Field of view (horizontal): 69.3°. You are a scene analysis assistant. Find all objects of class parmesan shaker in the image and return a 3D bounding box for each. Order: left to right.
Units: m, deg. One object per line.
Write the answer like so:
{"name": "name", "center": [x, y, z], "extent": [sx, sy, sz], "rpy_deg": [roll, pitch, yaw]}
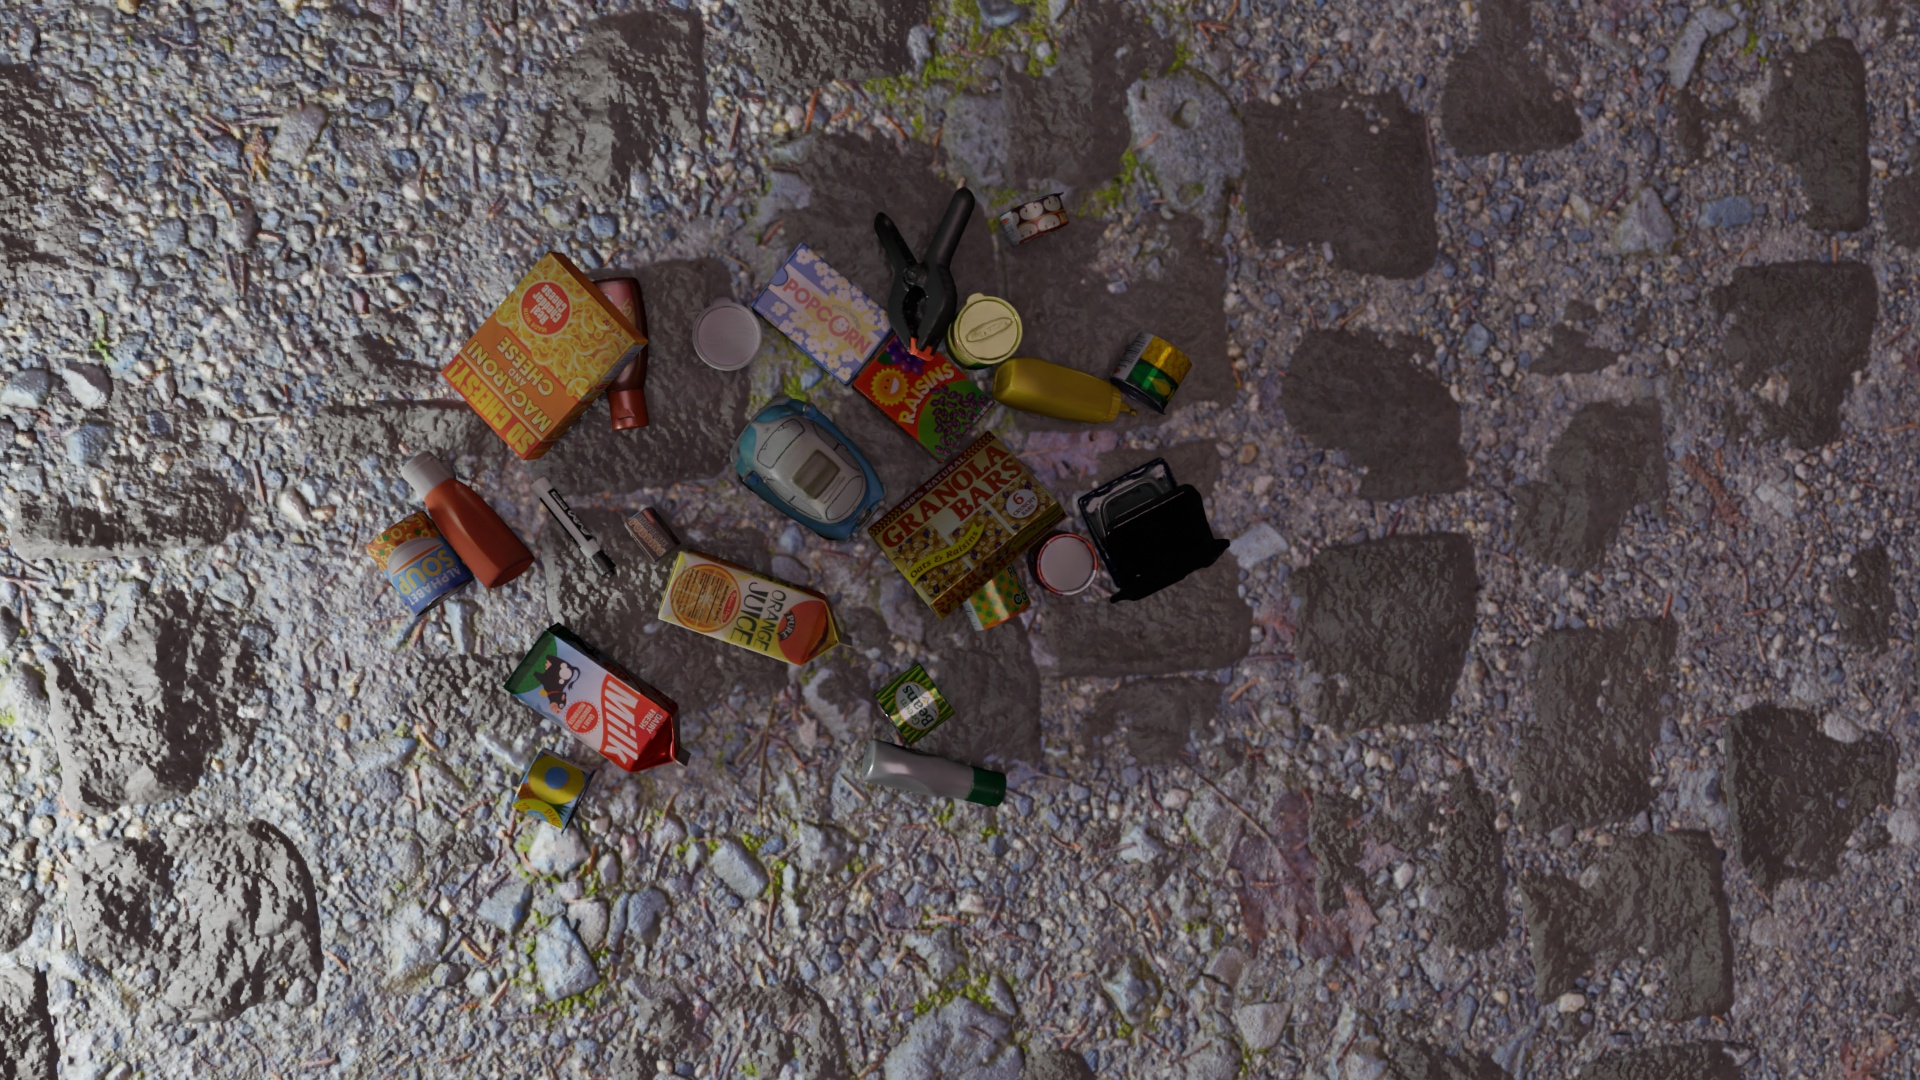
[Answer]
{"name": "parmesan shaker", "center": [0.021, -0.210, 1.400], "extent": [0.071, 0.103, 0.071], "rpy_deg": [0, 93, -7]}

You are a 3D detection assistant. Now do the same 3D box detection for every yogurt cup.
{"name": "yogurt cup", "center": [-0.233, -0.203, 1.395], "extent": [0.072, 0.054, 0.072], "rpy_deg": [0, 93, -6]}

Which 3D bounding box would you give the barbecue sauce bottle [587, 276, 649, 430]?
{"name": "barbecue sauce bottle", "center": [-0.341, -0.186, 1.389], "extent": [0.065, 0.044, 0.148], "rpy_deg": [-9, 94, 0]}

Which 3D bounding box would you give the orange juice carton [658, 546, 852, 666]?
{"name": "orange juice carton", "center": [-0.200, 0.072, 1.402], "extent": [0.193, 0.072, 0.073], "rpy_deg": [19, 91, -7]}

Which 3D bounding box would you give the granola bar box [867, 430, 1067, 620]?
{"name": "granola bar box", "center": [0.005, -0.018, 1.404], "extent": [0.165, 0.039, 0.124], "rpy_deg": [-39, 55, -4]}

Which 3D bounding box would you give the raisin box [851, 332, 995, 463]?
{"name": "raisin box", "center": [-0.039, -0.151, 1.428], "extent": [0.123, 0.040, 0.086], "rpy_deg": [41, 88, -8]}

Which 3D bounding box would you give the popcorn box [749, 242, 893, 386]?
{"name": "popcorn box", "center": [-0.138, -0.229, 1.413], "extent": [0.126, 0.038, 0.085], "rpy_deg": [39, 89, -7]}

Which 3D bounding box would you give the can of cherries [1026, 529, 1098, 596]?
{"name": "can of cherries", "center": [0.104, 0.021, 1.442], "extent": [0.071, 0.058, 0.071], "rpy_deg": [0, 93, -7]}

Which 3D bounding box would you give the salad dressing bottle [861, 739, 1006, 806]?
{"name": "salad dressing bottle", "center": [-0.026, 0.243, 1.438], "extent": [0.148, 0.064, 0.044], "rpy_deg": [16, 72, -15]}

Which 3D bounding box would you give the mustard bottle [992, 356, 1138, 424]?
{"name": "mustard bottle", "center": [0.114, -0.150, 1.433], "extent": [0.160, 0.065, 0.049], "rpy_deg": [11, 78, -24]}

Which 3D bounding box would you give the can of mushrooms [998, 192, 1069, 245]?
{"name": "can of mushrooms", "center": [0.078, -0.329, 1.420], "extent": [0.071, 0.071, 0.033], "rpy_deg": [-21, 96, -5]}

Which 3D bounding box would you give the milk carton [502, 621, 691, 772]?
{"name": "milk carton", "center": [-0.350, 0.167, 1.389], "extent": [0.190, 0.072, 0.073], "rpy_deg": [36, 88, -7]}

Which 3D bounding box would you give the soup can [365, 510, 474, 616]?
{"name": "soup can", "center": [-0.530, 0.022, 1.362], "extent": [0.071, 0.071, 0.083], "rpy_deg": [-35, 96, -4]}

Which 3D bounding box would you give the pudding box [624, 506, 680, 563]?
{"name": "pudding box", "center": [-0.306, -0.007, 1.381], "extent": [0.030, 0.083, 0.049], "rpy_deg": [-38, 96, -6]}

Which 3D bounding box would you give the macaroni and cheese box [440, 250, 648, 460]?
{"name": "macaroni and cheese box", "center": [-0.406, -0.179, 1.358], "extent": [0.166, 0.040, 0.124], "rpy_deg": [-44, 88, 12]}

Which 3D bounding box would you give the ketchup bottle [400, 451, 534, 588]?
{"name": "ketchup bottle", "center": [-0.490, -0.022, 1.371], "extent": [0.043, 0.065, 0.149], "rpy_deg": [-42, 88, 20]}

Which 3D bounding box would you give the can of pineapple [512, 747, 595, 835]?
{"name": "can of pineapple", "center": [-0.407, 0.249, 1.388], "extent": [0.058, 0.071, 0.071], "rpy_deg": [26, 90, -6]}

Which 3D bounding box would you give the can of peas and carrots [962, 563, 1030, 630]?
{"name": "can of peas and carrots", "center": [0.034, 0.052, 1.431], "extent": [0.071, 0.071, 0.058], "rpy_deg": [-26, 96, -5]}

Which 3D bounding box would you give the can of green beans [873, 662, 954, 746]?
{"name": "can of green beans", "center": [-0.047, 0.168, 1.427], "extent": [0.058, 0.071, 0.071], "rpy_deg": [-36, 96, -4]}

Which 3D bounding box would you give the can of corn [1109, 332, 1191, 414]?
{"name": "can of corn", "center": [0.200, -0.174, 1.441], "extent": [0.071, 0.071, 0.058], "rpy_deg": [33, 89, -7]}
